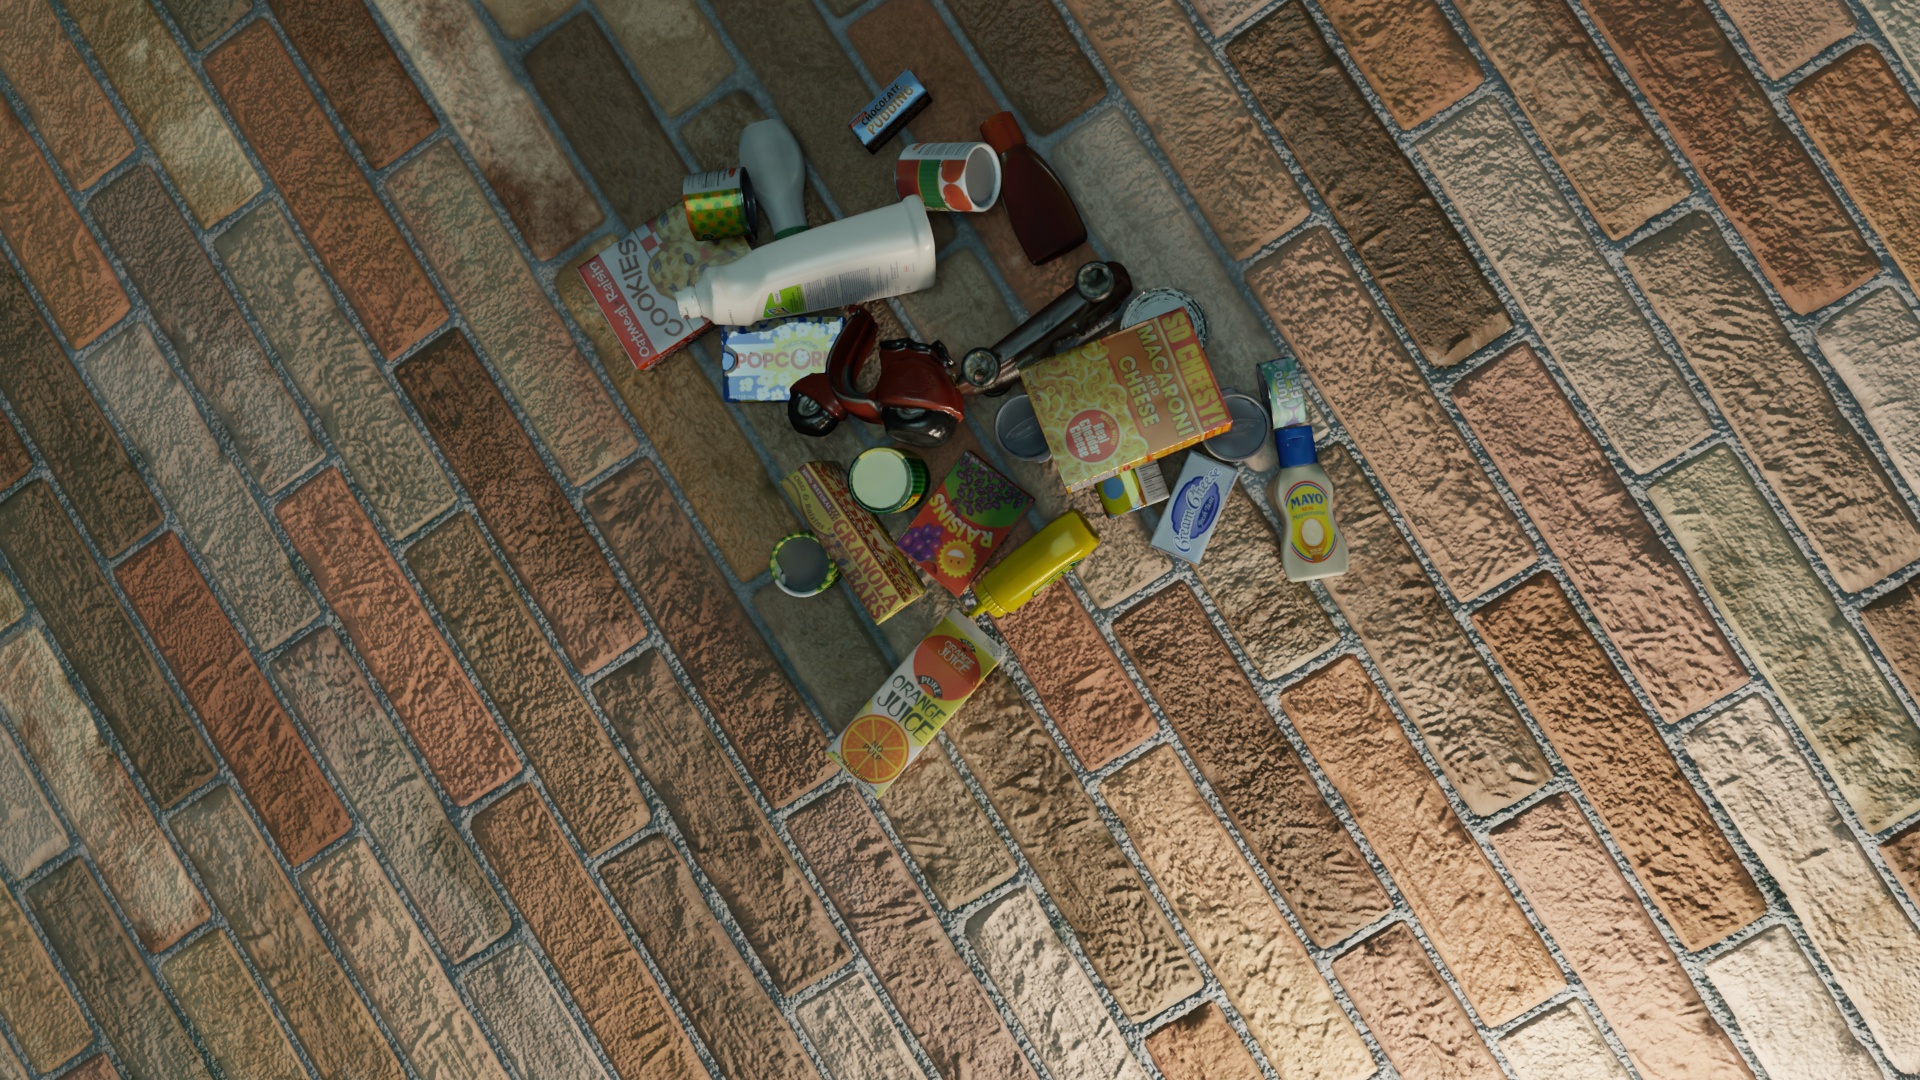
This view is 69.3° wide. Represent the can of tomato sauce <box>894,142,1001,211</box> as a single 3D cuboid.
[{"bbox_3d":[-0.011,-0.353,1.356,0.083,0.071,0.071,10,94,35],"label":"can of tomato sauce"}]

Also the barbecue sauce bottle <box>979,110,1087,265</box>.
[{"bbox_3d":[0.067,-0.350,1.372,0.065,0.044,0.148,-27,88,9],"label":"barbecue sauce bottle"}]

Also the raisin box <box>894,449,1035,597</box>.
[{"bbox_3d":[0.005,-0.017,1.394,0.086,0.040,0.123,38,97,4],"label":"raisin box"}]

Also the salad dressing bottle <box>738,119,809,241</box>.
[{"bbox_3d":[-0.181,-0.348,1.405,0.064,0.044,0.147,-15,91,6],"label":"salad dressing bottle"}]

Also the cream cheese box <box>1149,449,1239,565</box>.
[{"bbox_3d":[0.231,-0.032,1.371,0.053,0.024,0.103,23,95,6],"label":"cream cheese box"}]

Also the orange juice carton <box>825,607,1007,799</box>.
[{"bbox_3d":[-0.042,0.160,1.389,0.072,0.073,0.192,42,96,5],"label":"orange juice carton"}]

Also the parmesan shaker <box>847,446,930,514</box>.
[{"bbox_3d":[-0.072,-0.059,1.370,0.071,0.103,0.071,0,93,8],"label":"parmesan shaker"}]

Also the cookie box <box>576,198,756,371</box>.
[{"bbox_3d":[-0.289,-0.269,1.424,0.167,0.040,0.123,-31,88,6],"label":"cookie box"}]

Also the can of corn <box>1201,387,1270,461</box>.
[{"bbox_3d":[0.264,-0.112,1.347,0.071,0.058,0.071,0,92,8],"label":"can of corn"}]

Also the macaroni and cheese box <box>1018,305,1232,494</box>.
[{"bbox_3d":[0.155,-0.132,1.310,0.166,0.040,0.124,-21,80,4],"label":"macaroni and cheese box"}]

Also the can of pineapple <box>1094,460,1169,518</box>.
[{"bbox_3d":[0.163,-0.058,1.359,0.071,0.071,0.058,-20,90,8],"label":"can of pineapple"}]

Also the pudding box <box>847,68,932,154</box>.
[{"bbox_3d":[-0.070,-0.427,1.384,0.083,0.050,0.030,-40,88,7],"label":"pudding box"}]

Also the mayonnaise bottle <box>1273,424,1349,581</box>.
[{"bbox_3d":[0.335,-0.037,1.349,0.065,0.041,0.148,-10,91,10],"label":"mayonnaise bottle"}]

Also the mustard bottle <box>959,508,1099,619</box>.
[{"bbox_3d":[0.064,0.032,1.378,0.160,0.065,0.049,-39,82,13],"label":"mustard bottle"}]

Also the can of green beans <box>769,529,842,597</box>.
[{"bbox_3d":[-0.155,0.022,1.407,0.071,0.058,0.071,0,92,7],"label":"can of green beans"}]

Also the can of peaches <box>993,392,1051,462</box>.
[{"bbox_3d":[0.069,-0.109,1.373,0.071,0.058,0.071,0,92,7],"label":"can of peaches"}]

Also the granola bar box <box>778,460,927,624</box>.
[{"bbox_3d":[-0.102,-0.002,1.366,0.039,0.124,0.165,-35,88,9],"label":"granola bar box"}]

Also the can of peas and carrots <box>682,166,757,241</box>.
[{"bbox_3d":[-0.235,-0.327,1.363,0.059,0.071,0.071,-7,91,4],"label":"can of peas and carrots"}]

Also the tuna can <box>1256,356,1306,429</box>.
[{"bbox_3d":[0.308,-0.143,1.334,0.033,0.071,0.071,-14,91,7],"label":"tuna can"}]

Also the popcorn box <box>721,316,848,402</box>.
[{"bbox_3d":[-0.176,-0.183,1.413,0.127,0.038,0.085,0,93,7],"label":"popcorn box"}]
